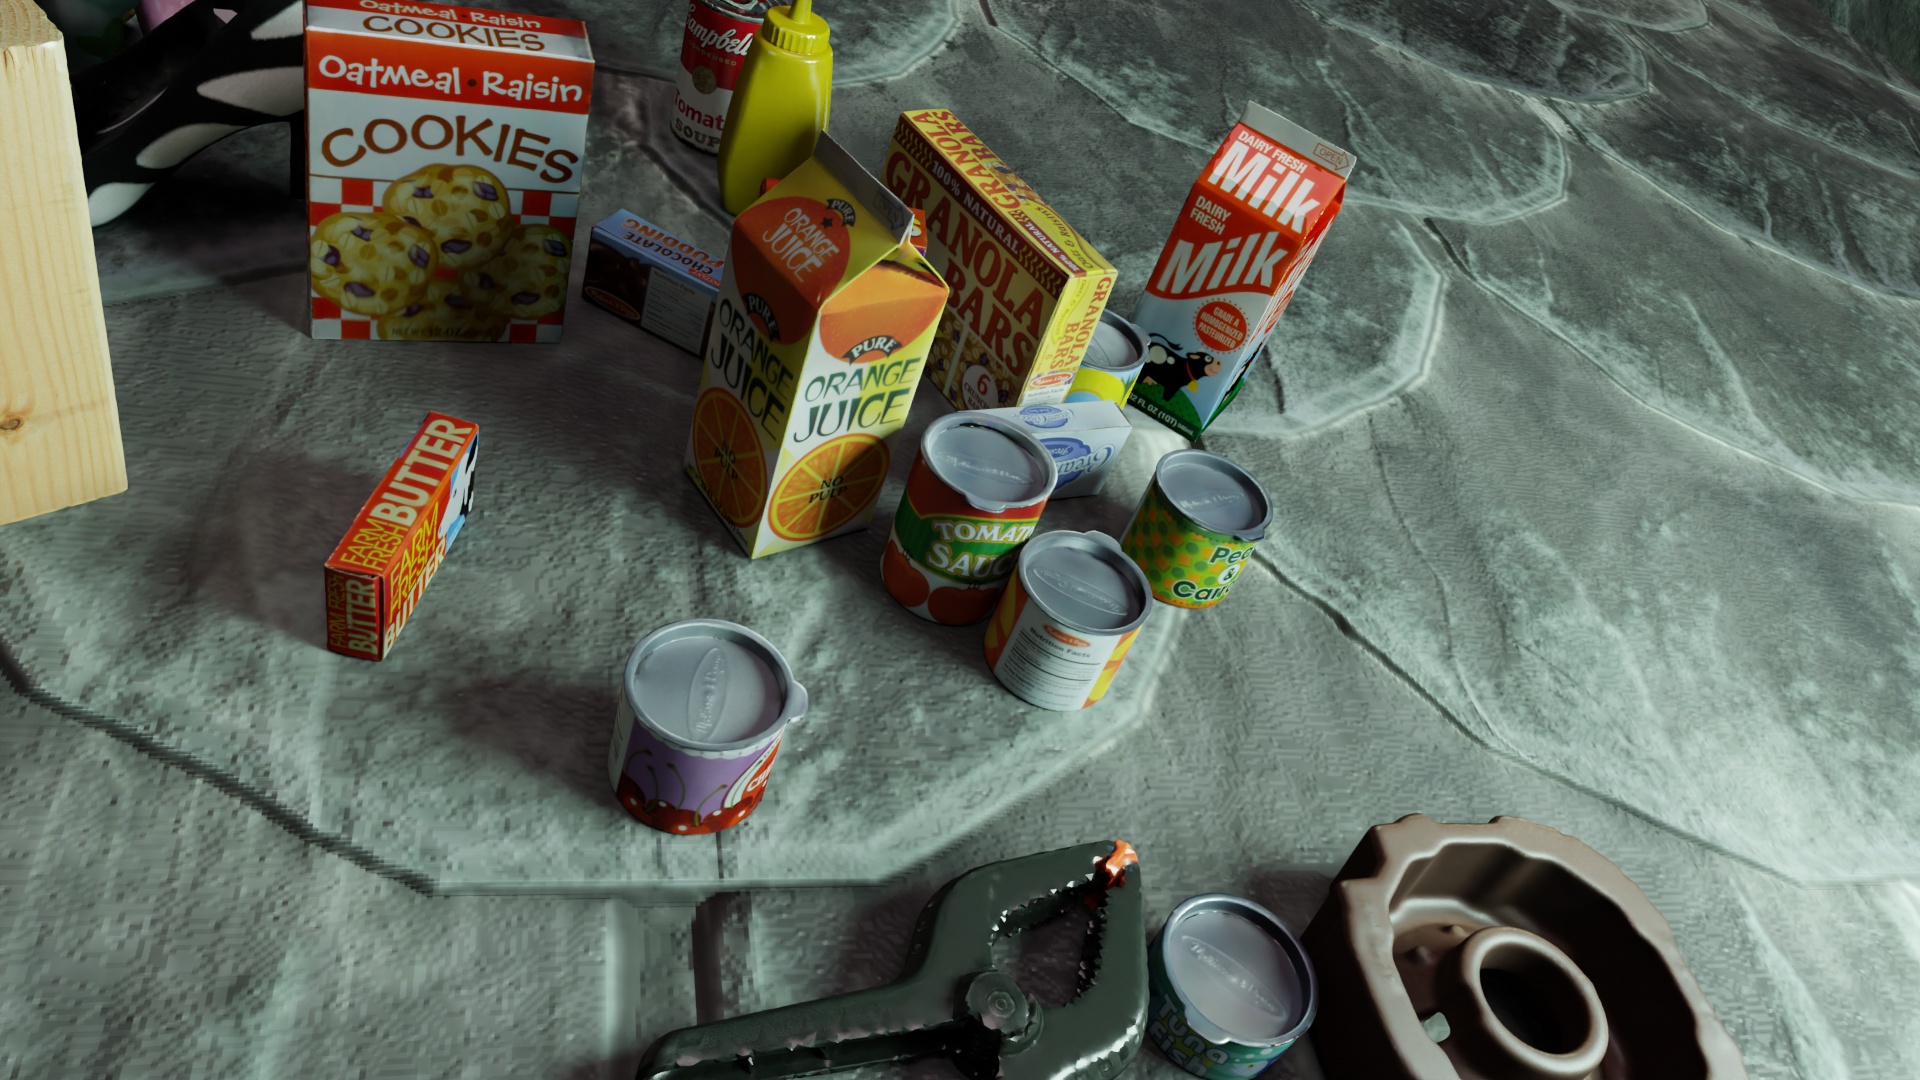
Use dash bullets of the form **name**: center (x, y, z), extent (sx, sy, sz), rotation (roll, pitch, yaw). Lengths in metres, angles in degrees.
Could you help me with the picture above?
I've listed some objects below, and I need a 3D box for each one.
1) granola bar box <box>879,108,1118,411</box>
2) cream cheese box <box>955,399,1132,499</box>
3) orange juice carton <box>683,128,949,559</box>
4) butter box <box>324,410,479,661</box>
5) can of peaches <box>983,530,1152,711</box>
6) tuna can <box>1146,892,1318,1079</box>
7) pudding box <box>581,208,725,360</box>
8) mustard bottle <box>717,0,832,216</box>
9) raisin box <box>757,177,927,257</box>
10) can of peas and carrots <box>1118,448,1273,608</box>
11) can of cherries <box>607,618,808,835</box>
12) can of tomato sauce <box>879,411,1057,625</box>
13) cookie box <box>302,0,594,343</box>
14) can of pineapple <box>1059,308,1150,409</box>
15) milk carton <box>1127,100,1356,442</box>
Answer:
- **granola bar box**: center (0.006, -0.149, 0.796), extent (0.039, 0.123, 0.166), rotation (-15, 53, -36)
- **cream cheese box**: center (0.038, -0.046, 0.751), extent (0.104, 0.053, 0.024), rotation (-7, 48, -30)
- **orange juice carton**: center (-0.067, -0.088, 0.644), extent (0.073, 0.191, 0.072), rotation (-17, 53, -37)
- **butter box**: center (-0.233, -0.003, 0.585), extent (0.024, 0.052, 0.104), rotation (17, 40, -6)
- **can of peaches**: center (0.051, 0.037, 0.661), extent (0.071, 0.057, 0.071), rotation (12, 41, -11)
- **tuna can**: center (0.103, 0.178, 0.549), extent (0.071, 0.032, 0.071), rotation (12, 41, -11)
- **pudding box**: center (-0.165, -0.142, 0.770), extent (0.084, 0.049, 0.030), rotation (27, 40, 6)
- **mustard bottle**: center (-0.108, -0.273, 0.854), extent (0.065, 0.159, 0.049), rotation (8, 42, -16)
- **raisin box**: center (-0.074, -0.121, 0.730), extent (0.086, 0.122, 0.040), rotation (10, 42, -14)
- **can of peas and carrots**: center (0.126, -0.004, 0.739), extent (0.071, 0.058, 0.071), rotation (12, 41, -11)
- **can of cherries**: center (-0.101, 0.075, 0.552), extent (0.071, 0.058, 0.072), rotation (12, 41, -11)
- **can of tomato sauce**: center (0.002, -0.008, 0.671), extent (0.071, 0.082, 0.071), rotation (12, 41, -11)
- **cookie box**: center (-0.252, -0.175, 0.677), extent (0.123, 0.166, 0.040), rotation (-2, 46, -26)
- **can of pineapple**: center (0.071, -0.098, 0.819), extent (0.071, 0.057, 0.071), rotation (12, 41, -11)
- **milk carton**: center (0.161, -0.160, 0.824), extent (0.072, 0.189, 0.074), rotation (33, 41, 13)
